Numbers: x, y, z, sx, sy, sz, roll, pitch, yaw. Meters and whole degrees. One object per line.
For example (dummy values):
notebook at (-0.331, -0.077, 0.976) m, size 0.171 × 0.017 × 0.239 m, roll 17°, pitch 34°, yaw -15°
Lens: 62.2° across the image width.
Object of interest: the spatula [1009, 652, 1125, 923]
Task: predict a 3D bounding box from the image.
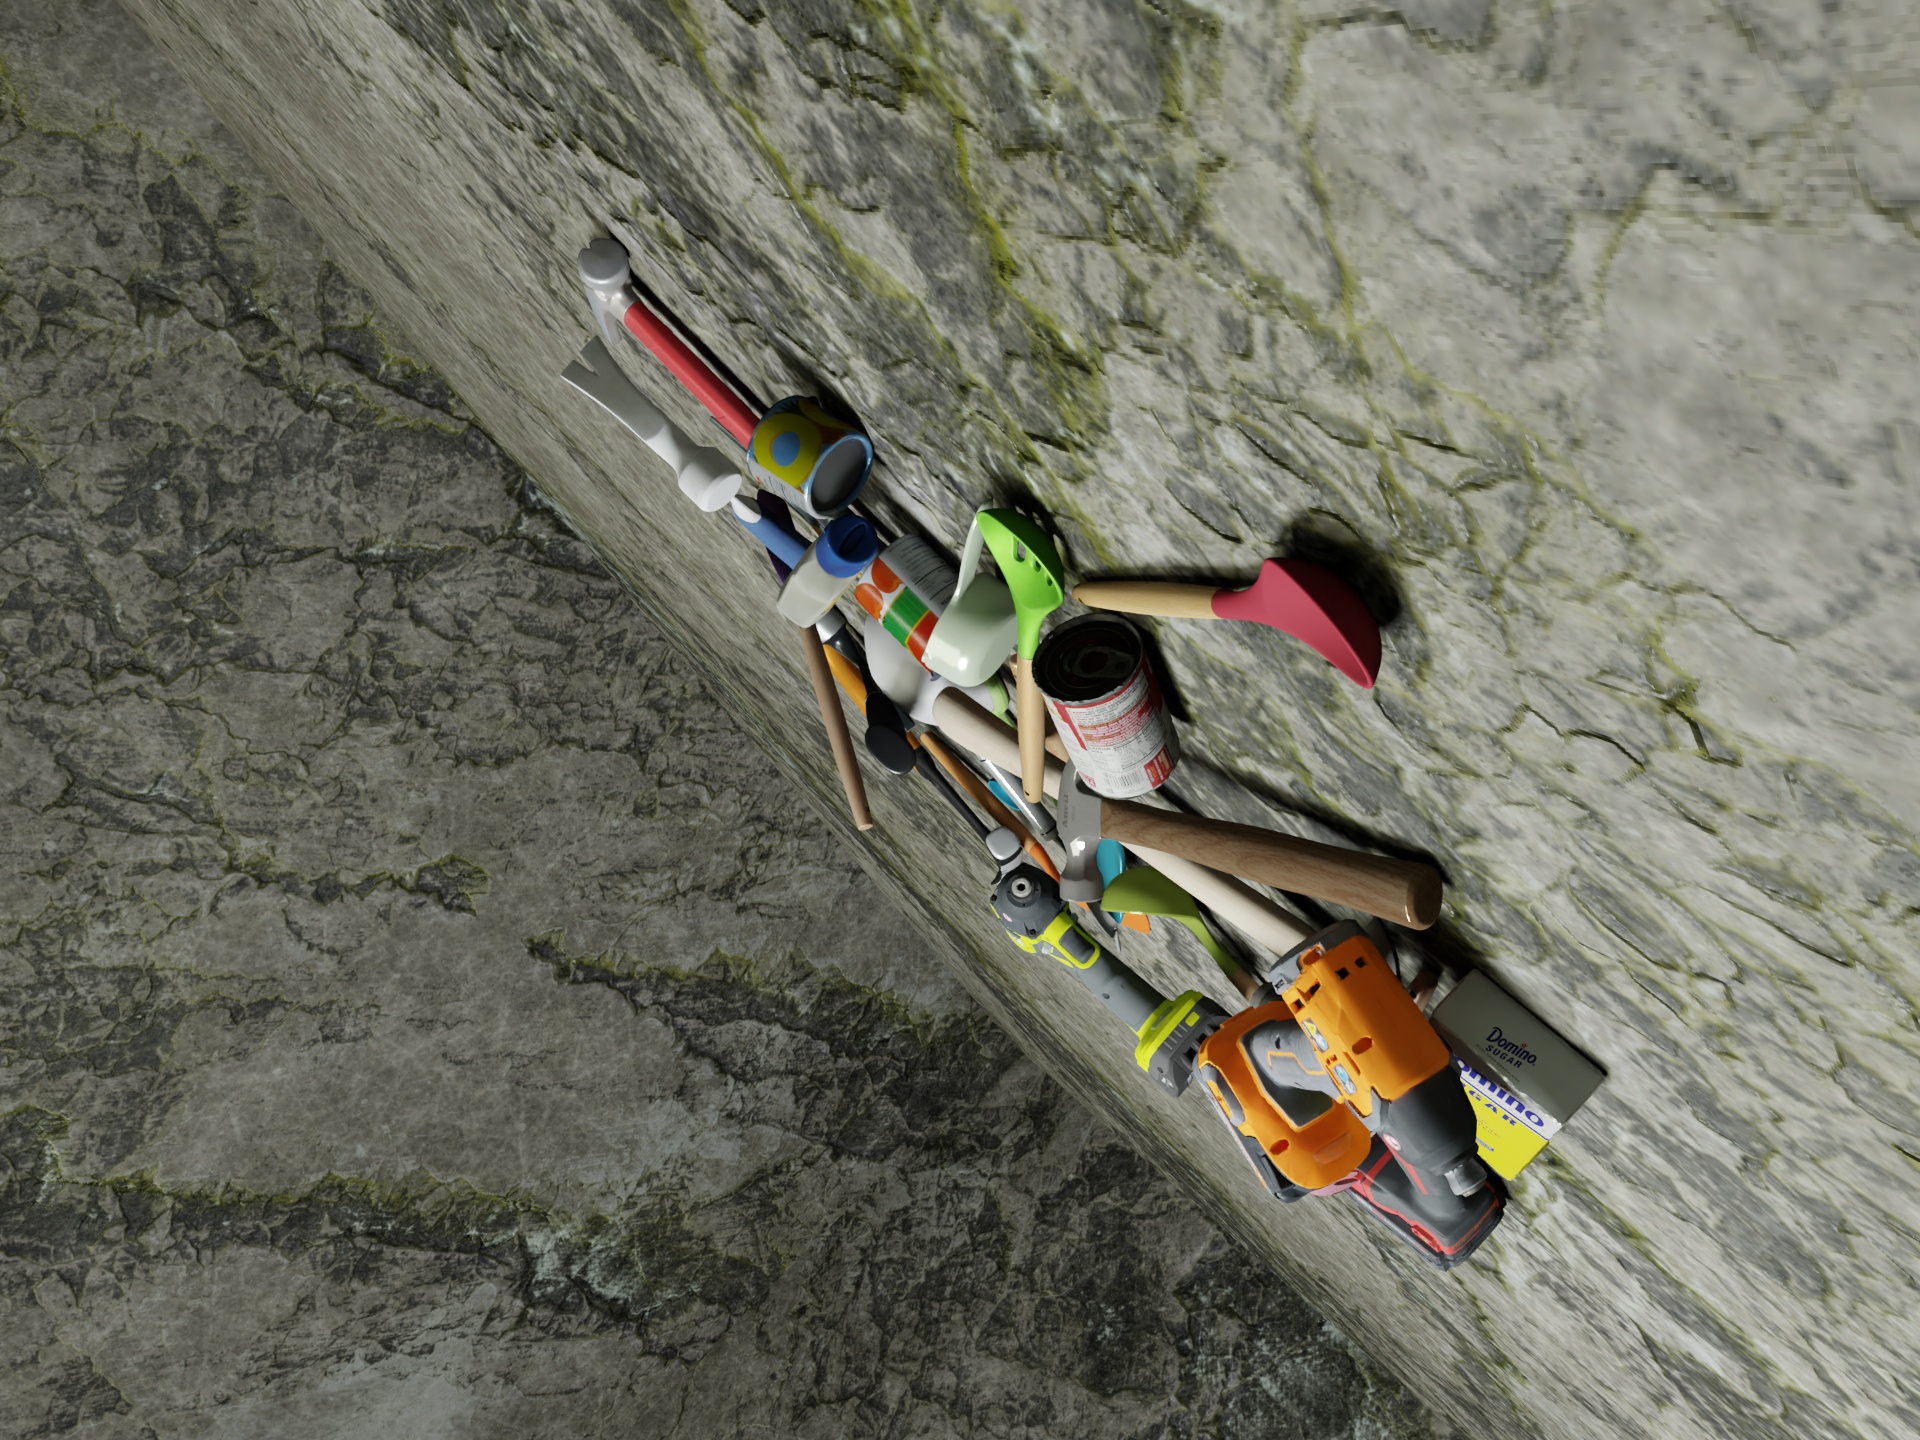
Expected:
spatula at (0.084, 0.052, 1.277) m, size 0.082 × 0.044 × 0.317 m, roll 50°, pitch 173°, yaw 41°

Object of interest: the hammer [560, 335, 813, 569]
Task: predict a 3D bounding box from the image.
hammer at (-0.162, -0.162, 1.156) m, size 0.144 × 0.035 × 0.405 m, roll 43°, pitch -179°, yaw 12°

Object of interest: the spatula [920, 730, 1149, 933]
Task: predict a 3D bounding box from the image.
spatula at (0.067, 0.108, 1.611) m, size 0.323 × 0.041 × 0.081 m, roll 45°, pitch 170°, yaw 30°

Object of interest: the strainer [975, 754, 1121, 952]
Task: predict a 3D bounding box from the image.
strainer at (0.088, 0.105, 1.441) m, size 0.258 × 0.050 × 0.087 m, roll 51°, pitch -166°, yaw -15°

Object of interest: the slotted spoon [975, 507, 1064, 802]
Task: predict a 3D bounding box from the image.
slotted spoon at (0.044, -0.032, 1.036) m, size 0.070 × 0.031 × 0.313 m, roll 41°, pitch 158°, yaw 27°

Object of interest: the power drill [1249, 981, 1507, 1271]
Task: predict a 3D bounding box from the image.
power drill at (0.318, 0.304, 1.222) m, size 0.188 × 0.080 × 0.226 m, roll 34°, pitch 160°, yaw 47°

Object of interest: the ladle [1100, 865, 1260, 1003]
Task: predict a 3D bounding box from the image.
ladle at (0.238, 0.237, 1.337) m, size 0.320 × 0.062 × 0.078 m, roll 46°, pitch 163°, yaw -14°

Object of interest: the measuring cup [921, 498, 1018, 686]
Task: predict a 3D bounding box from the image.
measuring cup at (0.018, -0.081, 1.025) m, size 0.038 × 0.083 × 0.167 m, roll 35°, pitch 151°, yaw 13°

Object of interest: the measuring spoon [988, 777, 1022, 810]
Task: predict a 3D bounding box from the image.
measuring spoon at (0.058, 0.054, 1.474) m, size 0.042 × 0.021 × 0.128 m, roll 40°, pitch 160°, yaw -1°

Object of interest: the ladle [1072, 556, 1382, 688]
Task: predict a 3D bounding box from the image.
ladle at (0.119, -0.058, 0.793) m, size 0.069 × 0.031 × 0.315 m, roll 52°, pitch 170°, yaw -16°

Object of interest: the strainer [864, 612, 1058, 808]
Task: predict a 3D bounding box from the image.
strainer at (-0.002, -0.004, 1.331) m, size 0.256 × 0.069 × 0.151 m, roll 51°, pitch 168°, yaw -15°

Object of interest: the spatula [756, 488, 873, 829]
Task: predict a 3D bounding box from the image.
spatula at (-0.123, -0.056, 1.342) m, size 0.059 × 0.018 × 0.316 m, roll 14°, pitch -126°, yaw -60°

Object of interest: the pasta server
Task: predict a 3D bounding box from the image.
pasta server at (0.274, 0.252, 1.087) m, size 0.060 × 0.040 × 0.316 m, roll 48°, pitch 151°, yaw 28°

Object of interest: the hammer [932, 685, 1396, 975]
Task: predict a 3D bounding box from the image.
hammer at (0.130, 0.079, 1.133) m, size 0.411 × 0.038 × 0.146 m, roll 34°, pitch 163°, yaw 31°

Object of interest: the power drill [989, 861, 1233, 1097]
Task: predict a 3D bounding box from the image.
power drill at (0.121, 0.211, 1.342) m, size 0.223 × 0.080 × 0.171 m, roll 40°, pitch 172°, yaw 17°

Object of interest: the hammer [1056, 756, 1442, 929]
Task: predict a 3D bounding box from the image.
hammer at (0.161, 0.074, 0.978) m, size 0.331 × 0.031 × 0.130 m, roll 10°, pitch 103°, yaw 58°

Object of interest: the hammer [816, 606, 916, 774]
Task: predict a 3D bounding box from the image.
hammer at (-0.072, -0.014, 1.423) m, size 0.149 × 0.036 × 0.409 m, roll 46°, pitch -176°, yaw -14°

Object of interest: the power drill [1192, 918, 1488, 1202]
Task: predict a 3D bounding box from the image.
power drill at (0.233, 0.229, 0.979) m, size 0.164 × 0.084 × 0.226 m, roll 58°, pitch 161°, yaw 18°

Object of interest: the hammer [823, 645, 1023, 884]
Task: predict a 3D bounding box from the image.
hammer at (-0.052, 0.029, 1.654) m, size 0.337 × 0.034 × 0.127 m, roll 49°, pitch 168°, yaw 16°

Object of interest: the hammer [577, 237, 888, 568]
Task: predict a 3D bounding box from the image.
hammer at (-0.151, -0.209, 1.243) m, size 0.386 × 0.038 × 0.143 m, roll 45°, pitch 170°, yaw 5°
